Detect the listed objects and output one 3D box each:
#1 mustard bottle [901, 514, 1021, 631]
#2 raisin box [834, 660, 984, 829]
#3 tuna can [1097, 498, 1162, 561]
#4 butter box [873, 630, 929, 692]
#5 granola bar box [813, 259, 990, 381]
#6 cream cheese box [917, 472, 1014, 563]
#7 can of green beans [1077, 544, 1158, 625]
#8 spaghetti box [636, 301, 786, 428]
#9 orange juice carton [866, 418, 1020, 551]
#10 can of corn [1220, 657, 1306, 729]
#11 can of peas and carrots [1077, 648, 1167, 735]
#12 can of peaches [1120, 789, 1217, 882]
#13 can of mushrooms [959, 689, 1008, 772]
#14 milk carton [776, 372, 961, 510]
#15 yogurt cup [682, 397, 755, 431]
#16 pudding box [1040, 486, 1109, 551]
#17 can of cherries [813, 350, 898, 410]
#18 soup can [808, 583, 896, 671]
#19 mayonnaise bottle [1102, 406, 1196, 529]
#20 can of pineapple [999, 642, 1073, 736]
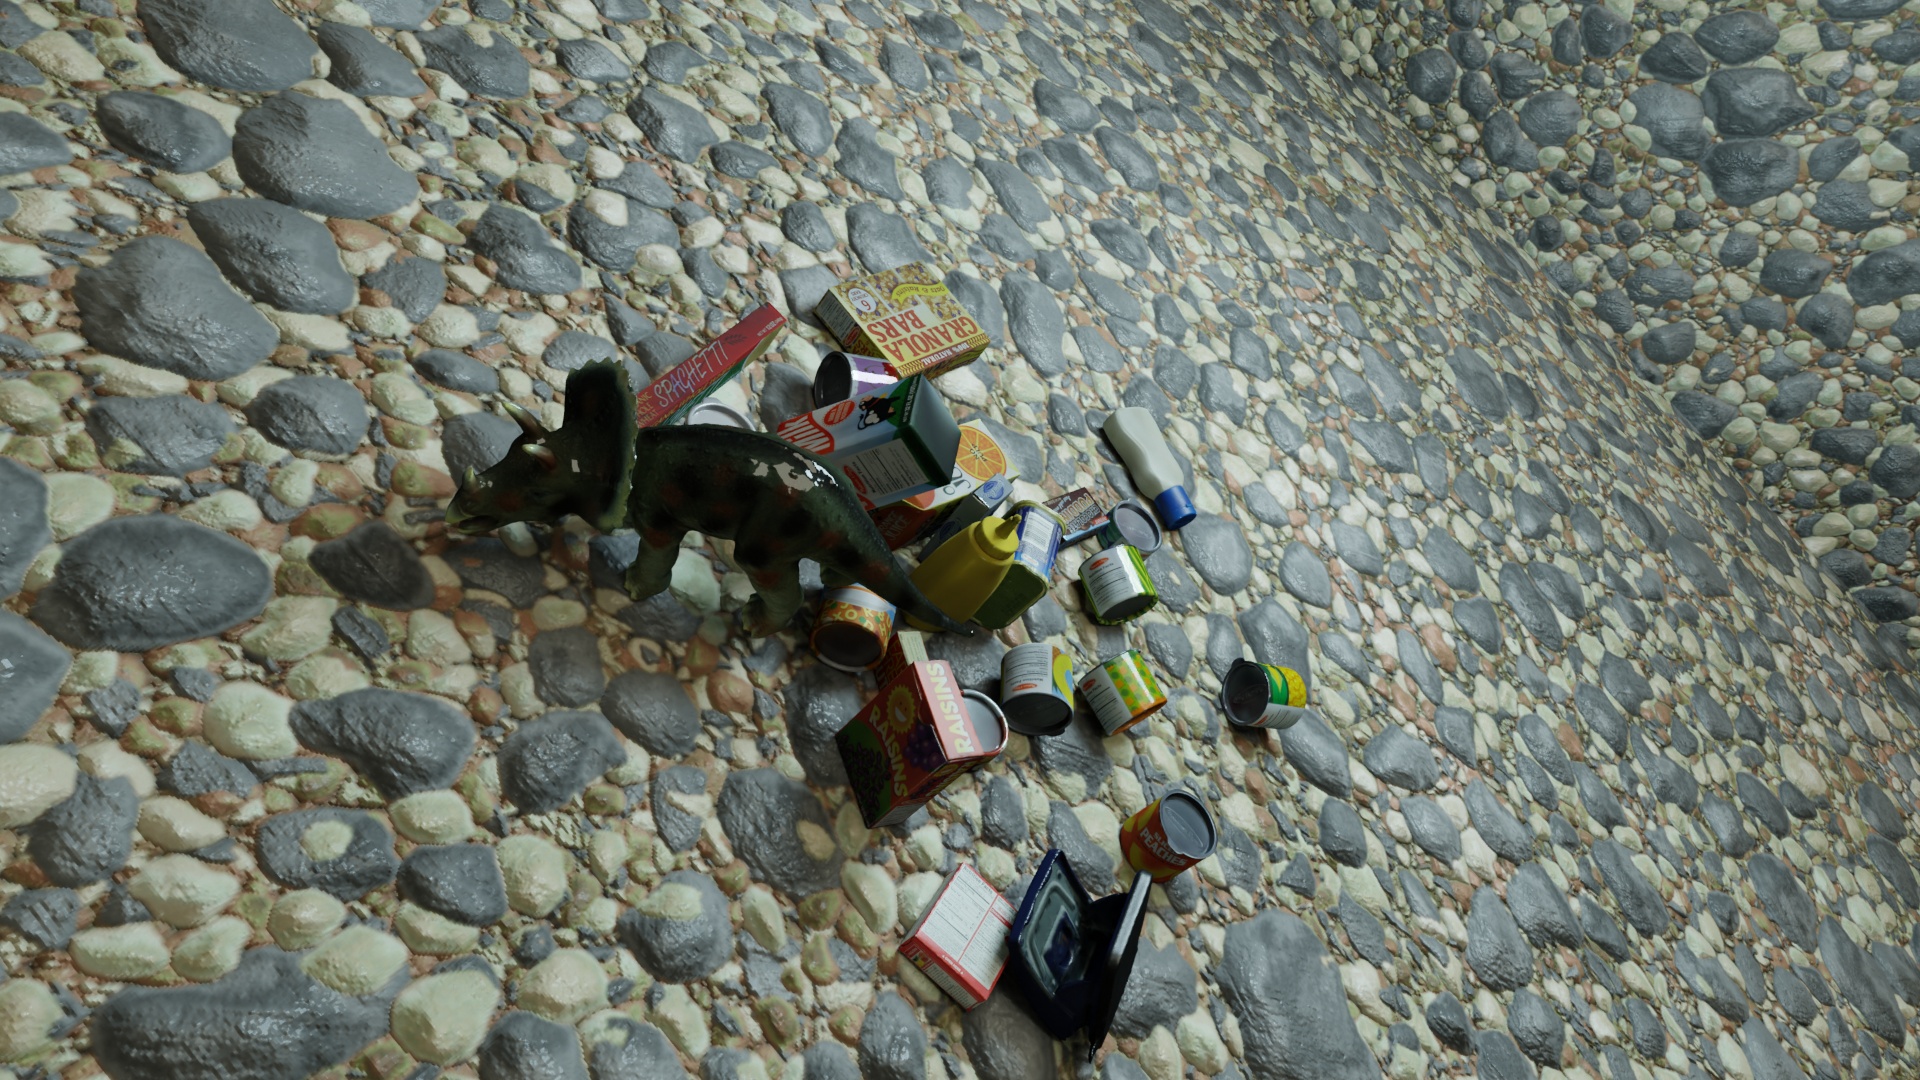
[{"bbox_3d":[0.009,0.022,1.222,0.065,0.159,0.049,14,47,-33],"label":"mustard bottle"},{"bbox_3d":[-0.042,0.160,1.088,0.040,0.122,0.086,2,56,-40],"label":"raisin box"},{"bbox_3d":[0.181,-0.009,1.491,0.071,0.032,0.071,23,44,-24],"label":"tuna can"},{"bbox_3d":[-0.042,0.132,1.168,0.024,0.053,0.104,3,54,-35],"label":"butter box"},{"bbox_3d":[-0.060,-0.227,1.473,0.124,0.039,0.166,50,40,8],"label":"granola bar box"},{"bbox_3d":[0.005,-0.016,1.295,0.024,0.103,0.053,44,38,5],"label":"cream cheese box"},{"bbox_3d":[0.159,0.045,1.401,0.071,0.071,0.058,3,56,-39],"label":"can of green beans"},{"bbox_3d":[-0.237,-0.144,1.244,0.028,0.050,0.251,41,40,-2],"label":"spaghetti box"},{"bbox_3d":[-0.038,-0.049,1.313,0.193,0.071,0.073,-23,72,-48],"label":"orange juice carton"},{"bbox_3d":[0.312,0.158,1.431,0.058,0.071,0.071,12,49,-34],"label":"can of corn"},{"bbox_3d":[0.155,0.143,1.312,0.071,0.070,0.059,-12,66,-45],"label":"can of peas and carrots"},{"bbox_3d":[0.184,0.265,1.238,0.071,0.057,0.071,23,45,-25],"label":"can of peaches"},{"bbox_3d":[0.006,0.165,1.194,0.071,0.033,0.071,23,44,-24],"label":"can of mushrooms"},{"bbox_3d":[-0.102,-0.070,1.202,0.073,0.190,0.073,55,29,-35],"label":"milk carton"},{"bbox_3d":[-0.216,-0.078,1.201,0.072,0.053,0.073,23,44,-24],"label":"yogurt cup"},{"bbox_3d":[0.112,-0.021,1.446,0.084,0.030,0.050,-20,72,-47],"label":"pudding box"},{"bbox_3d":[-0.101,-0.145,1.349,0.058,0.071,0.072,4,54,-39],"label":"can of cherries"},{"bbox_3d":[-0.088,0.058,1.178,0.071,0.071,0.084,30,42,-17],"label":"soup can"},{"bbox_3d":[0.219,-0.083,1.583,0.065,0.041,0.148,-6,62,-41],"label":"mayonnaise bottle"},{"bbox_3d":[0.069,0.135,1.249,0.071,0.070,0.058,25,43,-22],"label":"can of pineapple"}]
